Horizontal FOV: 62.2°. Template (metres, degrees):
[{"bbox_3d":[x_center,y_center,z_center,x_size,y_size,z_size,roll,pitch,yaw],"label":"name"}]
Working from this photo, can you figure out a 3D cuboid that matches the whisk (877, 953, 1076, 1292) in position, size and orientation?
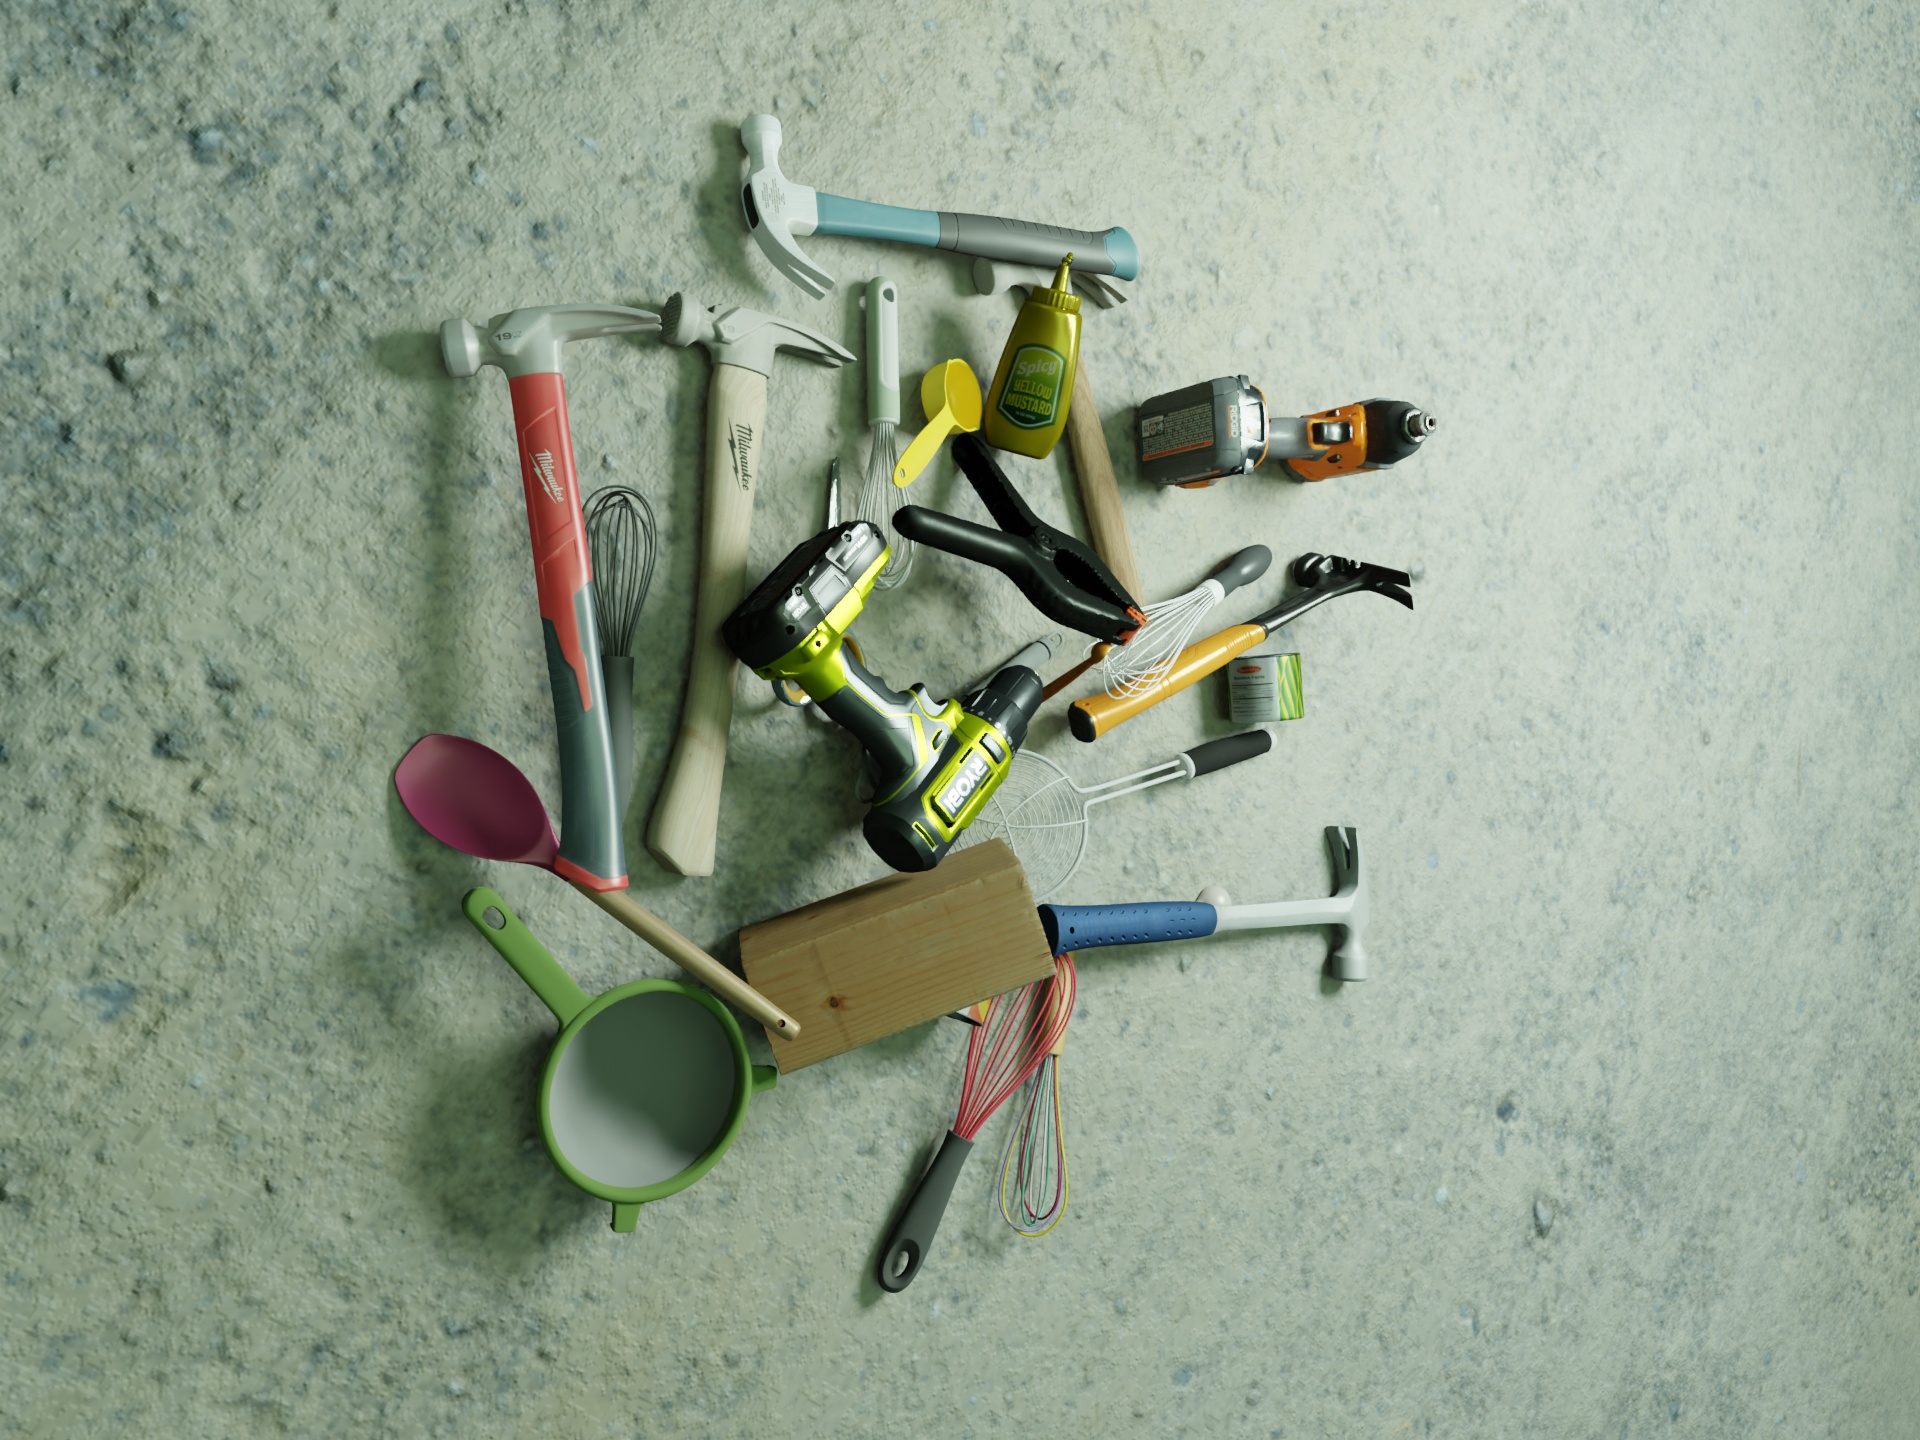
[{"bbox_3d":[0.010,0.308,1.243,0.073,0.073,0.296,33,79,-28],"label":"whisk"}]

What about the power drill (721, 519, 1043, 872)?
[{"bbox_3d":[-0.045,-0.030,1.155,0.228,0.080,0.191,51,56,-19],"label":"power drill"}]

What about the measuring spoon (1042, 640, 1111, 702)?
[{"bbox_3d":[0.080,-0.035,1.262,0.011,0.117,0.021,38,49,-14],"label":"measuring spoon"}]

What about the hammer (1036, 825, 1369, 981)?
[{"bbox_3d":[0.220,0.164,1.363,0.405,0.035,0.144,3,87,-40],"label":"hammer"}]

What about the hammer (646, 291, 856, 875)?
[{"bbox_3d":[-0.165,-0.093,1.153,0.146,0.038,0.411,8,85,-33],"label":"hammer"}]

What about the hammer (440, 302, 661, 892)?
[{"bbox_3d":[-0.244,-0.081,1.048,0.143,0.038,0.386,-8,87,-8],"label":"hammer"}]

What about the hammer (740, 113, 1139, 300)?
[{"bbox_3d":[-0.007,-0.379,1.229,0.331,0.033,0.128,0,81,-26],"label":"hammer"}]

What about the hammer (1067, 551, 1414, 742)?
[{"bbox_3d":[0.232,-0.062,1.359,0.337,0.127,0.034,-28,118,-26],"label":"hammer"}]

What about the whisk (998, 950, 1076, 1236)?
[{"bbox_3d":[0.074,0.293,1.293,0.051,0.047,0.245,21,74,-48],"label":"whisk"}]

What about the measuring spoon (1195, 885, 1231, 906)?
[{"bbox_3d":[0.191,0.172,1.381,0.124,0.018,0.034,-13,96,-32],"label":"measuring spoon"}]

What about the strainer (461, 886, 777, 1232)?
[{"bbox_3d":[-0.253,0.207,1.071,0.151,0.069,0.256,-44,111,-22],"label":"strainer"}]

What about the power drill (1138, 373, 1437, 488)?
[{"bbox_3d":[0.285,-0.246,1.365,0.226,0.164,0.084,-4,92,-30],"label":"power drill"}]

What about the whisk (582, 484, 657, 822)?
[{"bbox_3d":[-0.241,-0.043,1.100,0.055,0.055,0.239,1,93,-32],"label":"whisk"}]

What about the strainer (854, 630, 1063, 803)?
[{"bbox_3d":[-0.002,-0.004,1.252,0.258,0.050,0.087,-37,102,-33],"label":"strainer"}]

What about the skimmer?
[{"bbox_3d":[0.130,0.060,1.337,0.363,0.090,0.127,-14,76,-42],"label":"skimmer"}]

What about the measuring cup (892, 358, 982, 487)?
[{"bbox_3d":[-0.027,-0.221,1.216,0.062,0.029,0.157,63,39,-30],"label":"measuring cup"}]

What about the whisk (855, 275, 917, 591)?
[{"bbox_3d":[-0.058,-0.220,1.216,0.057,0.059,0.246,4,82,-44],"label":"whisk"}]

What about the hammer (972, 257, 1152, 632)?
[{"bbox_3d":[0.108,-0.233,1.330,0.130,0.031,0.331,-20,100,-30],"label":"hammer"}]

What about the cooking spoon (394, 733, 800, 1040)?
[{"bbox_3d":[-0.237,0.118,1.064,0.319,0.017,0.069,37,70,-6],"label":"cooking spoon"}]

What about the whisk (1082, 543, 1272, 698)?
[{"bbox_3d":[0.194,-0.096,1.341,0.284,0.070,0.070,-35,108,-44],"label":"whisk"}]
